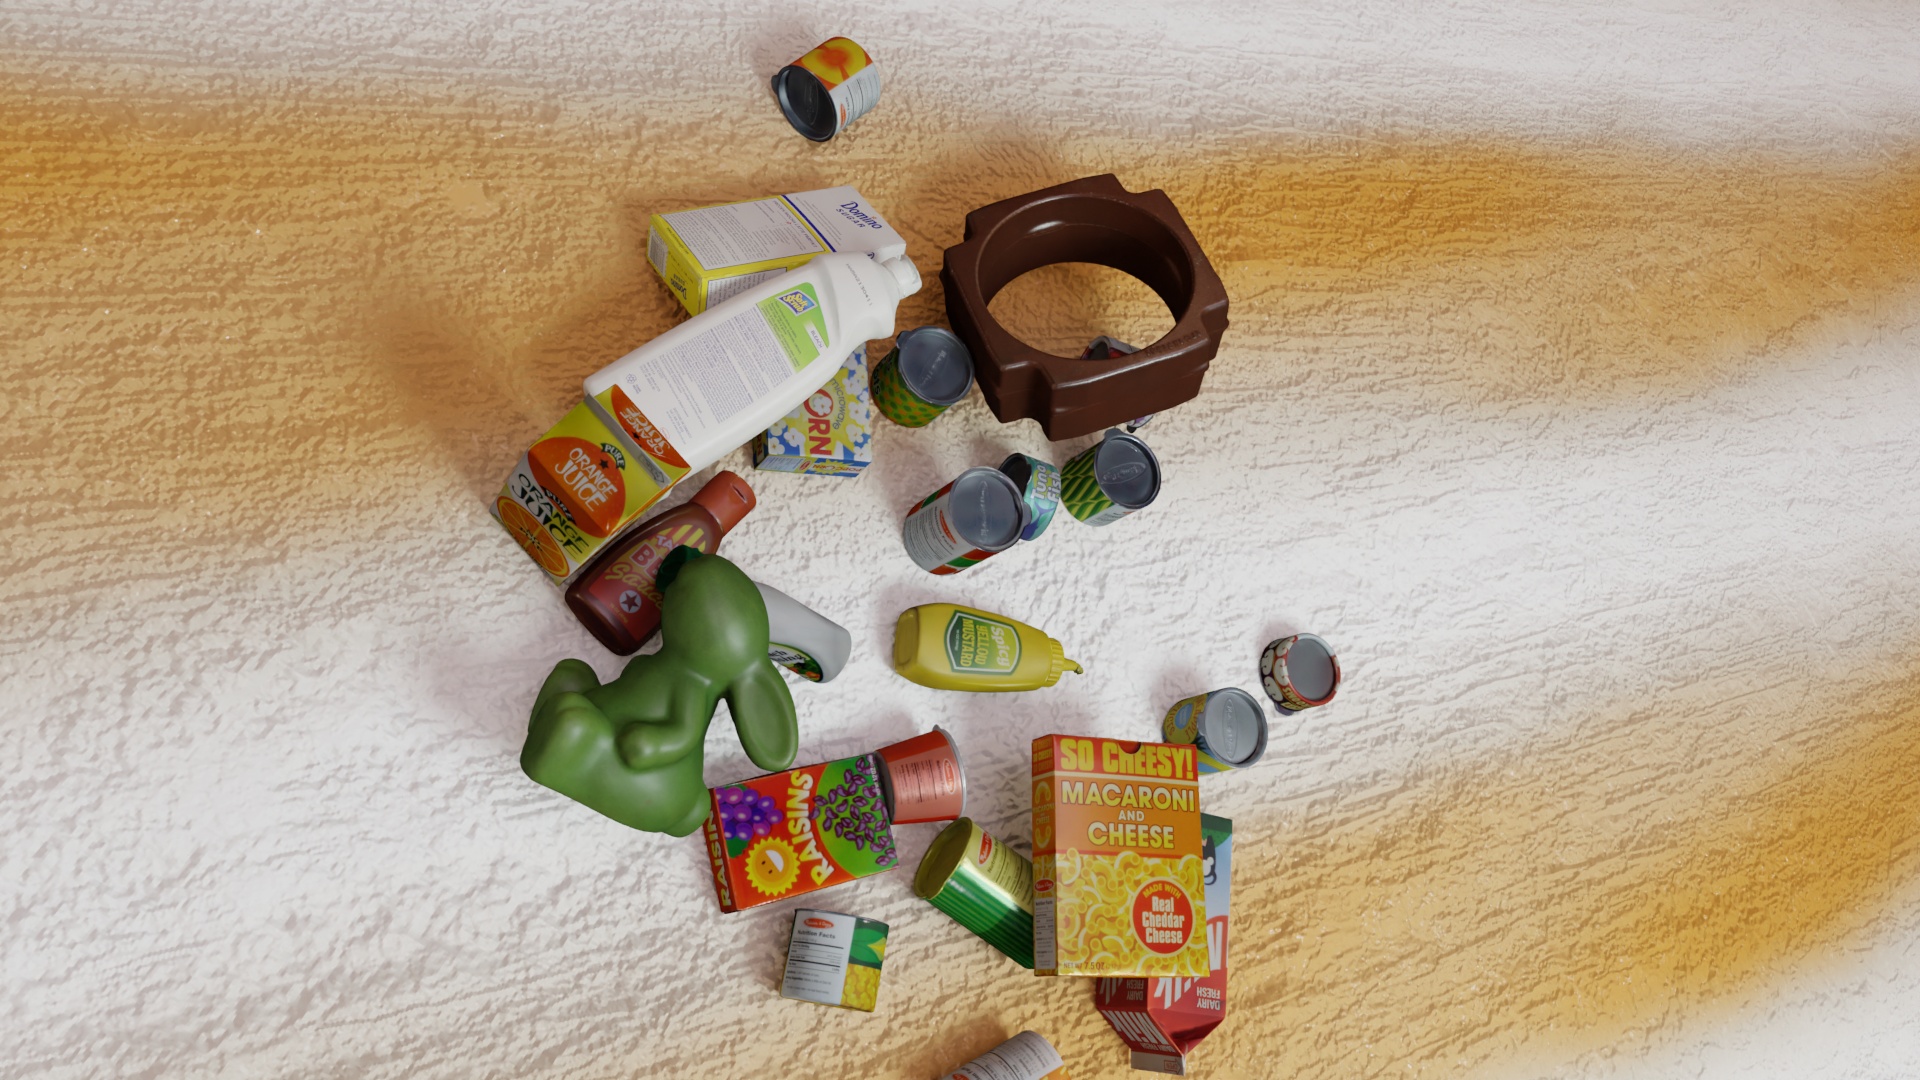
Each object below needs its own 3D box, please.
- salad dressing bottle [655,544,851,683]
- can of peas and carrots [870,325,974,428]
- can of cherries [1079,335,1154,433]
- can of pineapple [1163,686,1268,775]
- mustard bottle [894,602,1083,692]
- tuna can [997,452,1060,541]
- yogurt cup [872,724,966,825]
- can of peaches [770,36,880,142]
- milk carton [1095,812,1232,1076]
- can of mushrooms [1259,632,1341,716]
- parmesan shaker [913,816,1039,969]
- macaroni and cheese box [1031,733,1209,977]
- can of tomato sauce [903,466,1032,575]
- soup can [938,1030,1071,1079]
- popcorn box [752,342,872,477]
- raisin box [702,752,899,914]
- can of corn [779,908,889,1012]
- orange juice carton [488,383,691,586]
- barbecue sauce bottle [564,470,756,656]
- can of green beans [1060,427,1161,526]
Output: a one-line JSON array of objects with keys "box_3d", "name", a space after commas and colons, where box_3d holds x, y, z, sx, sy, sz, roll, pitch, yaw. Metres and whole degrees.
[{"box_3d": [-0.143, 0.051, 0.970, 0.147, 0.064, 0.044, 34, 67, -34], "name": "salad dressing bottle"}, {"box_3d": [-0.033, -0.130, 1.103, 0.071, 0.058, 0.071, 9, 70, -25], "name": "can of peas and carrots"}, {"box_3d": [0.135, -0.133, 1.190, 0.058, 0.071, 0.072, 17, 68, -23], "name": "can of cherries"}, {"box_3d": [0.208, 0.157, 1.142, 0.071, 0.057, 0.071, 9, 71, -26], "name": "can of pineapple"}, {"box_3d": [0.029, 0.087, 1.073, 0.160, 0.048, 0.065, 10, 72, -25], "name": "mustard bottle"}, {"box_3d": [0.051, -0.036, 1.111, 0.033, 0.071, 0.071, 18, 67, -24], "name": "tuna can"}, {"box_3d": [-0.032, 0.174, 1.006, 0.054, 0.072, 0.072, -8, 79, -21], "name": "yogurt cup"}, {"box_3d": [-0.109, -0.370, 1.133, 0.071, 0.071, 0.058, 49, 59, -7], "name": "can of peaches"}, {"box_3d": [0.155, 0.304, 1.060, 0.073, 0.072, 0.191, 16, 68, -23], "name": "milk carton"}, {"box_3d": [0.298, 0.117, 1.217, 0.071, 0.033, 0.071, 9, 71, -27], "name": "can of mushrooms"}, {"box_3d": [0.025, 0.259, 1.007, 0.103, 0.071, 0.071, 38, 61, -14], "name": "parmesan shaker"}, {"box_3d": [0.115, 0.227, 1.000, 0.124, 0.040, 0.167, 8, 70, -23], "name": "macaroni and cheese box"}, {"box_3d": [0.004, -0.013, 1.071, 0.071, 0.083, 0.071, 9, 71, -26], "name": "can of tomato sauce"}, {"box_3d": [0.028, 0.393, 0.969, 0.084, 0.071, 0.071, -18, 84, -32], "name": "soup can"}, {"box_3d": [-0.116, -0.116, 1.065, 0.085, 0.038, 0.127, 3, 73, -27], "name": "popcorn box"}, {"box_3d": [-0.113, 0.202, 0.968, 0.124, 0.040, 0.086, -8, 78, -31], "name": "raisin box"}, {"box_3d": [-0.084, 0.286, 0.943, 0.071, 0.071, 0.058, 19, 68, -22], "name": "can of corn"}, {"box_3d": [-0.235, -0.038, 0.887, 0.072, 0.192, 0.073, 50, 60, -8], "name": "orange juice carton"}, {"box_3d": [-0.204, 0.010, 0.976, 0.064, 0.043, 0.149, 51, 58, -16], "name": "barbecue sauce bottle"}, {"box_3d": [0.125, -0.050, 1.162, 0.071, 0.057, 0.071, 8, 71, -26], "name": "can of green beans"}]
